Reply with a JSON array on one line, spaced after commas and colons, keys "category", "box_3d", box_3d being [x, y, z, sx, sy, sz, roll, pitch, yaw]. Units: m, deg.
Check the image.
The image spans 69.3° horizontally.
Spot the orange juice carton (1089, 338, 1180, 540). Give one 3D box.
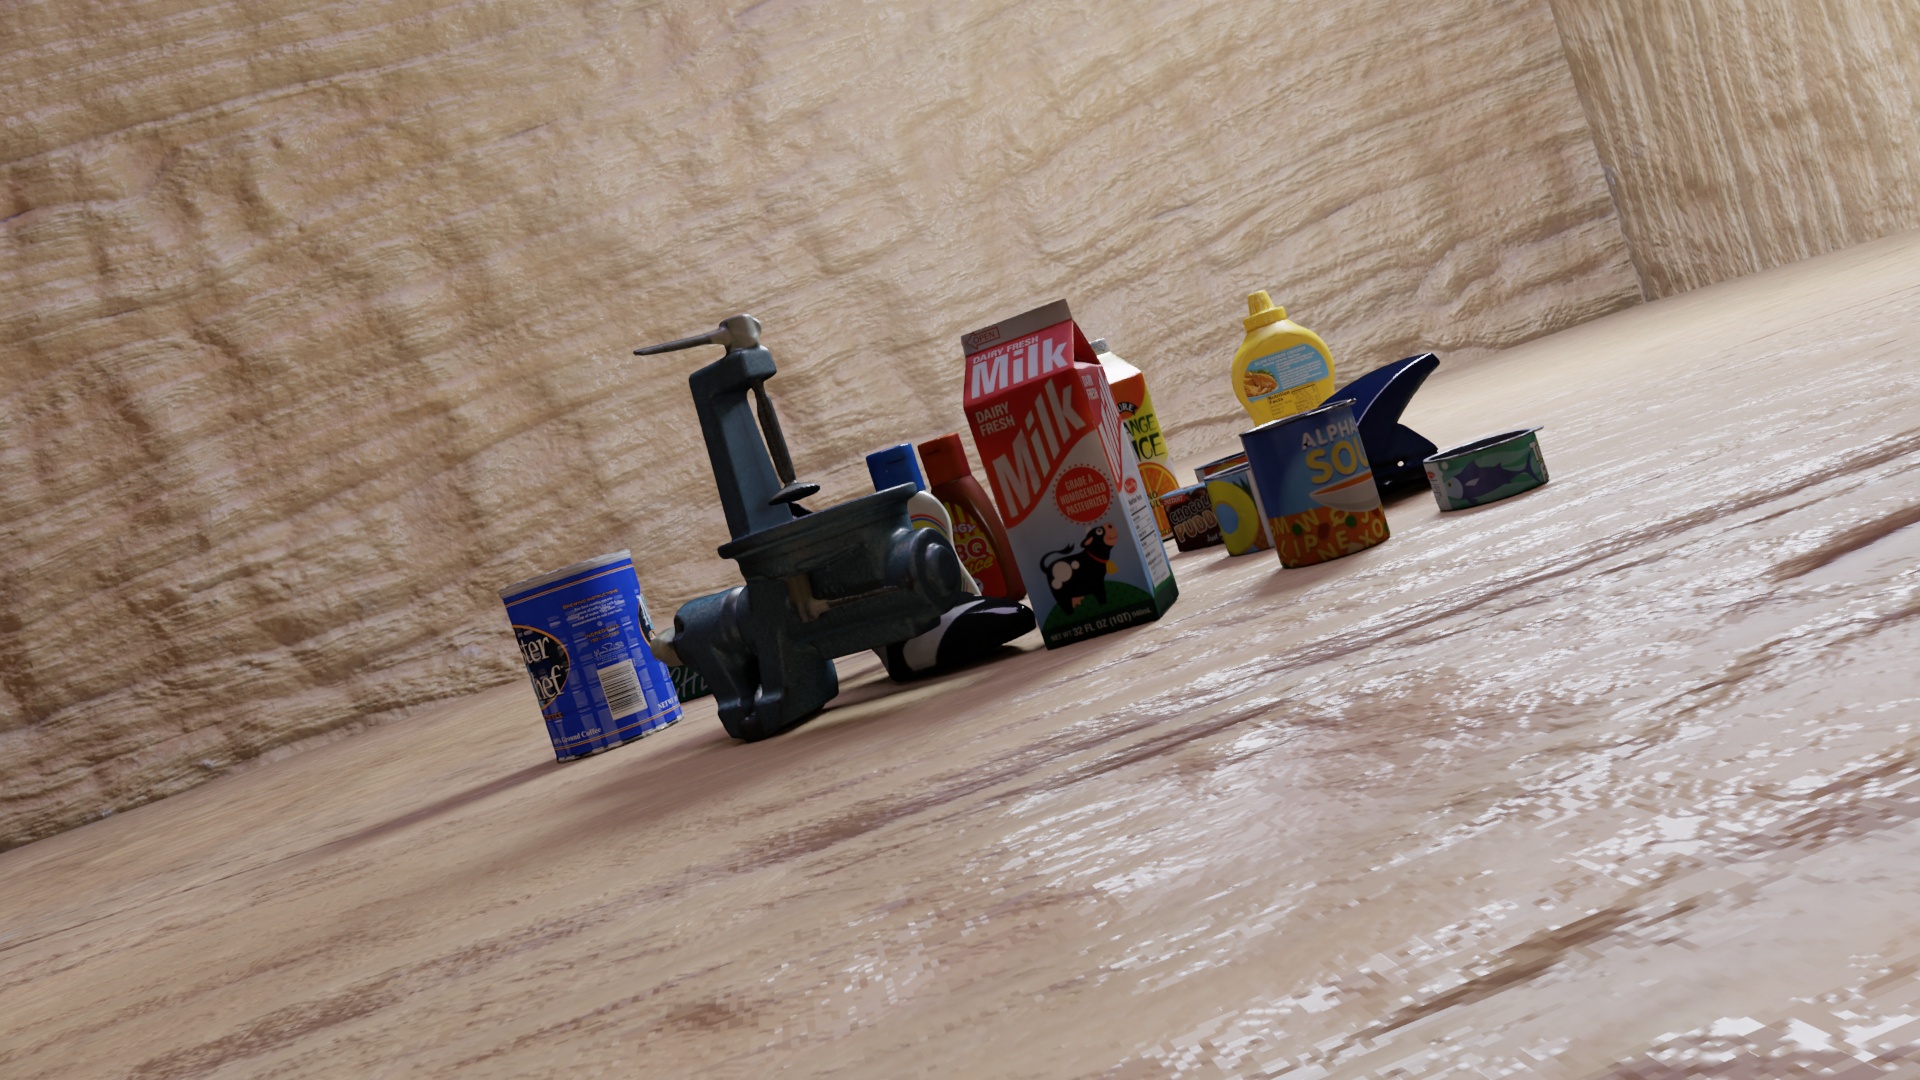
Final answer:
[{"category": "orange juice carton", "box_3d": [0.135, -0.085, 1.263, 0.072, 0.192, 0.073, -19, 2, -30]}]

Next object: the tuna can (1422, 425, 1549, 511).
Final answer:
[{"category": "tuna can", "box_3d": [0.317, -0.043, 0.831, 0.071, 0.033, 0.071, -18, 2, 1]}]

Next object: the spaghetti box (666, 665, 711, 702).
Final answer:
[{"category": "spaghetti box", "box_3d": [-0.197, 0.101, 1.218, 0.250, 0.050, 0.029, -18, 2, 13]}]

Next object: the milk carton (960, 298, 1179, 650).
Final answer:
[{"category": "milk carton", "box_3d": [0.060, -0.041, 0.816, 0.072, 0.190, 0.073, -18, 2, 20]}]

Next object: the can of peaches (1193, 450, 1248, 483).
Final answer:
[{"category": "can of peaches", "box_3d": [0.237, -0.044, 1.156, 0.071, 0.058, 0.071, -18, 2, 1]}]

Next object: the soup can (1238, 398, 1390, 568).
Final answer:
[{"category": "soup can", "box_3d": [0.209, -0.033, 0.809, 0.071, 0.083, 0.071, -18, 2, 1]}]

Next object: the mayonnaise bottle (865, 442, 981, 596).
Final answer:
[{"category": "mayonnaise bottle", "box_3d": [-0.031, 0.003, 1.031, 0.065, 0.148, 0.041, -19, 2, -11]}]

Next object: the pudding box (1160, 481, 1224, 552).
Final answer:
[{"category": "pudding box", "box_3d": [0.199, -0.023, 1.073, 0.030, 0.049, 0.083, -20, 3, -37]}]

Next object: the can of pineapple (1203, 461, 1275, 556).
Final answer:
[{"category": "can of pineapple", "box_3d": [0.208, -0.026, 0.963, 0.071, 0.058, 0.071, -18, 2, 1]}]

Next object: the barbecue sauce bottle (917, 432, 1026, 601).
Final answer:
[{"category": "barbecue sauce bottle", "box_3d": [0.004, -0.014, 1.155, 0.064, 0.148, 0.044, -17, 2, 28]}]
